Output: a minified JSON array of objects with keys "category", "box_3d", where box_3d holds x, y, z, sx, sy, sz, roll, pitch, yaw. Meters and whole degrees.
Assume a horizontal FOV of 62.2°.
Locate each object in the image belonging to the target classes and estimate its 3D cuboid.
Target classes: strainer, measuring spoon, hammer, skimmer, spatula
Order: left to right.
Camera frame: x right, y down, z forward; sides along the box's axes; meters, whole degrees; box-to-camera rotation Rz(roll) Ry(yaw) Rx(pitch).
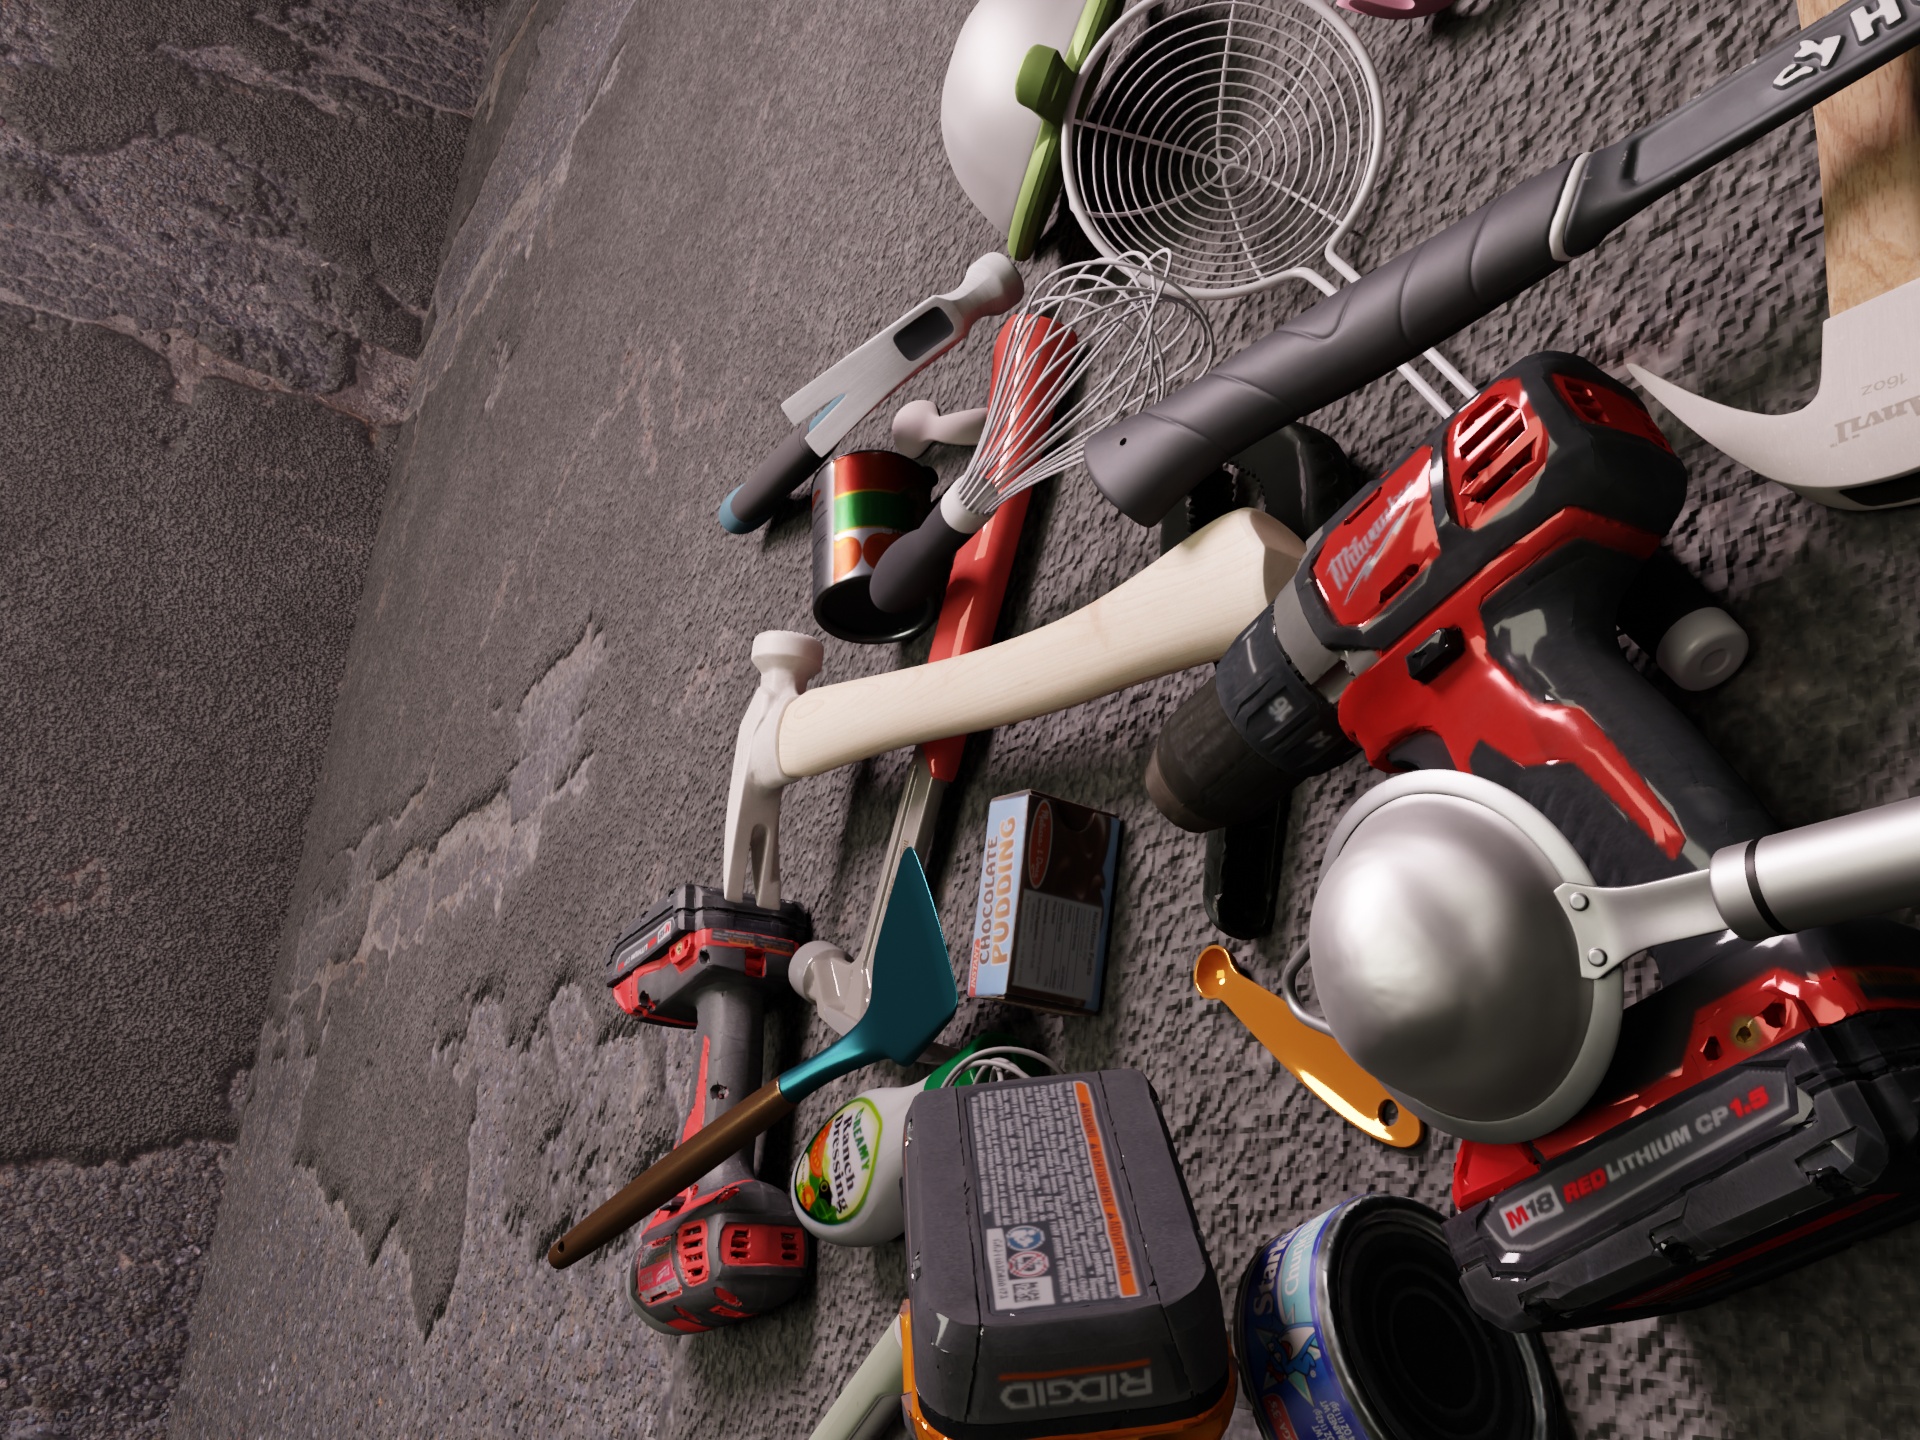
[{"category":"spatula","box_3d":[-0.104,0.179,0.733,0.317,0.044,0.082,-40,48,26]},{"category":"hammer","box_3d":[-0.080,-0.168,0.931,0.128,0.033,0.331,-41,8,-24]},{"category":"measuring spoon","box_3d":[-0.008,-0.163,0.872,0.124,0.018,0.034,16,89,61]},{"category":"hammer","box_3d":[-0.001,-0.002,0.687,0.410,0.038,0.146,-16,64,57]},{"category":"hammer","box_3d":[0.001,-0.020,0.766,0.149,0.036,0.359,10,85,61]},{"category":"strainer","box_3d":[0.022,-0.290,0.723,0.256,0.069,0.151,-68,-2,-71]},{"category":"measuring spoon","box_3d":[0.116,0.108,0.533,0.117,0.011,0.021,37,108,55]},{"category":"skimmer","box_3d":[0.138,-0.147,0.540,0.127,0.090,0.364,-35,43,12]},{"category":"hammer","box_3d":[0.186,-0.156,0.433,0.409,0.036,0.149,-26,51,42]},{"category":"strainer","box_3d":[0.147,0.034,0.312,0.258,0.050,0.087,-27,73,47]},{"category":"hammer","box_3d":[0.248,-0.212,0.447,0.130,0.031,0.331,-23,55,53]}]

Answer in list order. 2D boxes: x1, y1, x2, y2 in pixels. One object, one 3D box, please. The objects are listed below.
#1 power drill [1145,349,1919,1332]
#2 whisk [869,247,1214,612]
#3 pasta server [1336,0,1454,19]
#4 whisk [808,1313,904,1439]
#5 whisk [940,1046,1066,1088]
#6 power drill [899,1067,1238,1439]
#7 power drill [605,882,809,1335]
[{"category":"power drill","box_3d":[0.139,0.038,0.423,0.188,0.080,0.227,-47,47,39]},{"category":"whisk","box_3d":[0.018,-0.106,0.672,0.284,0.070,0.070,139,138,-60]},{"category":"pasta server","box_3d":[0.222,-0.327,0.488,0.316,0.040,0.060,-40,26,63]},{"category":"whisk","box_3d":[-0.012,0.245,0.643,0.246,0.057,0.059,-60,40,30]},{"category":"whisk","box_3d":[0.011,0.225,0.567,0.055,0.055,0.239,-144,54,-59]},{"category":"power drill","box_3d":[0.031,0.221,0.468,0.164,0.084,0.226,-100,5,-71]},{"category":"power drill","box_3d":[-0.139,0.211,0.850,0.143,0.078,0.220,-38,47,45]}]
